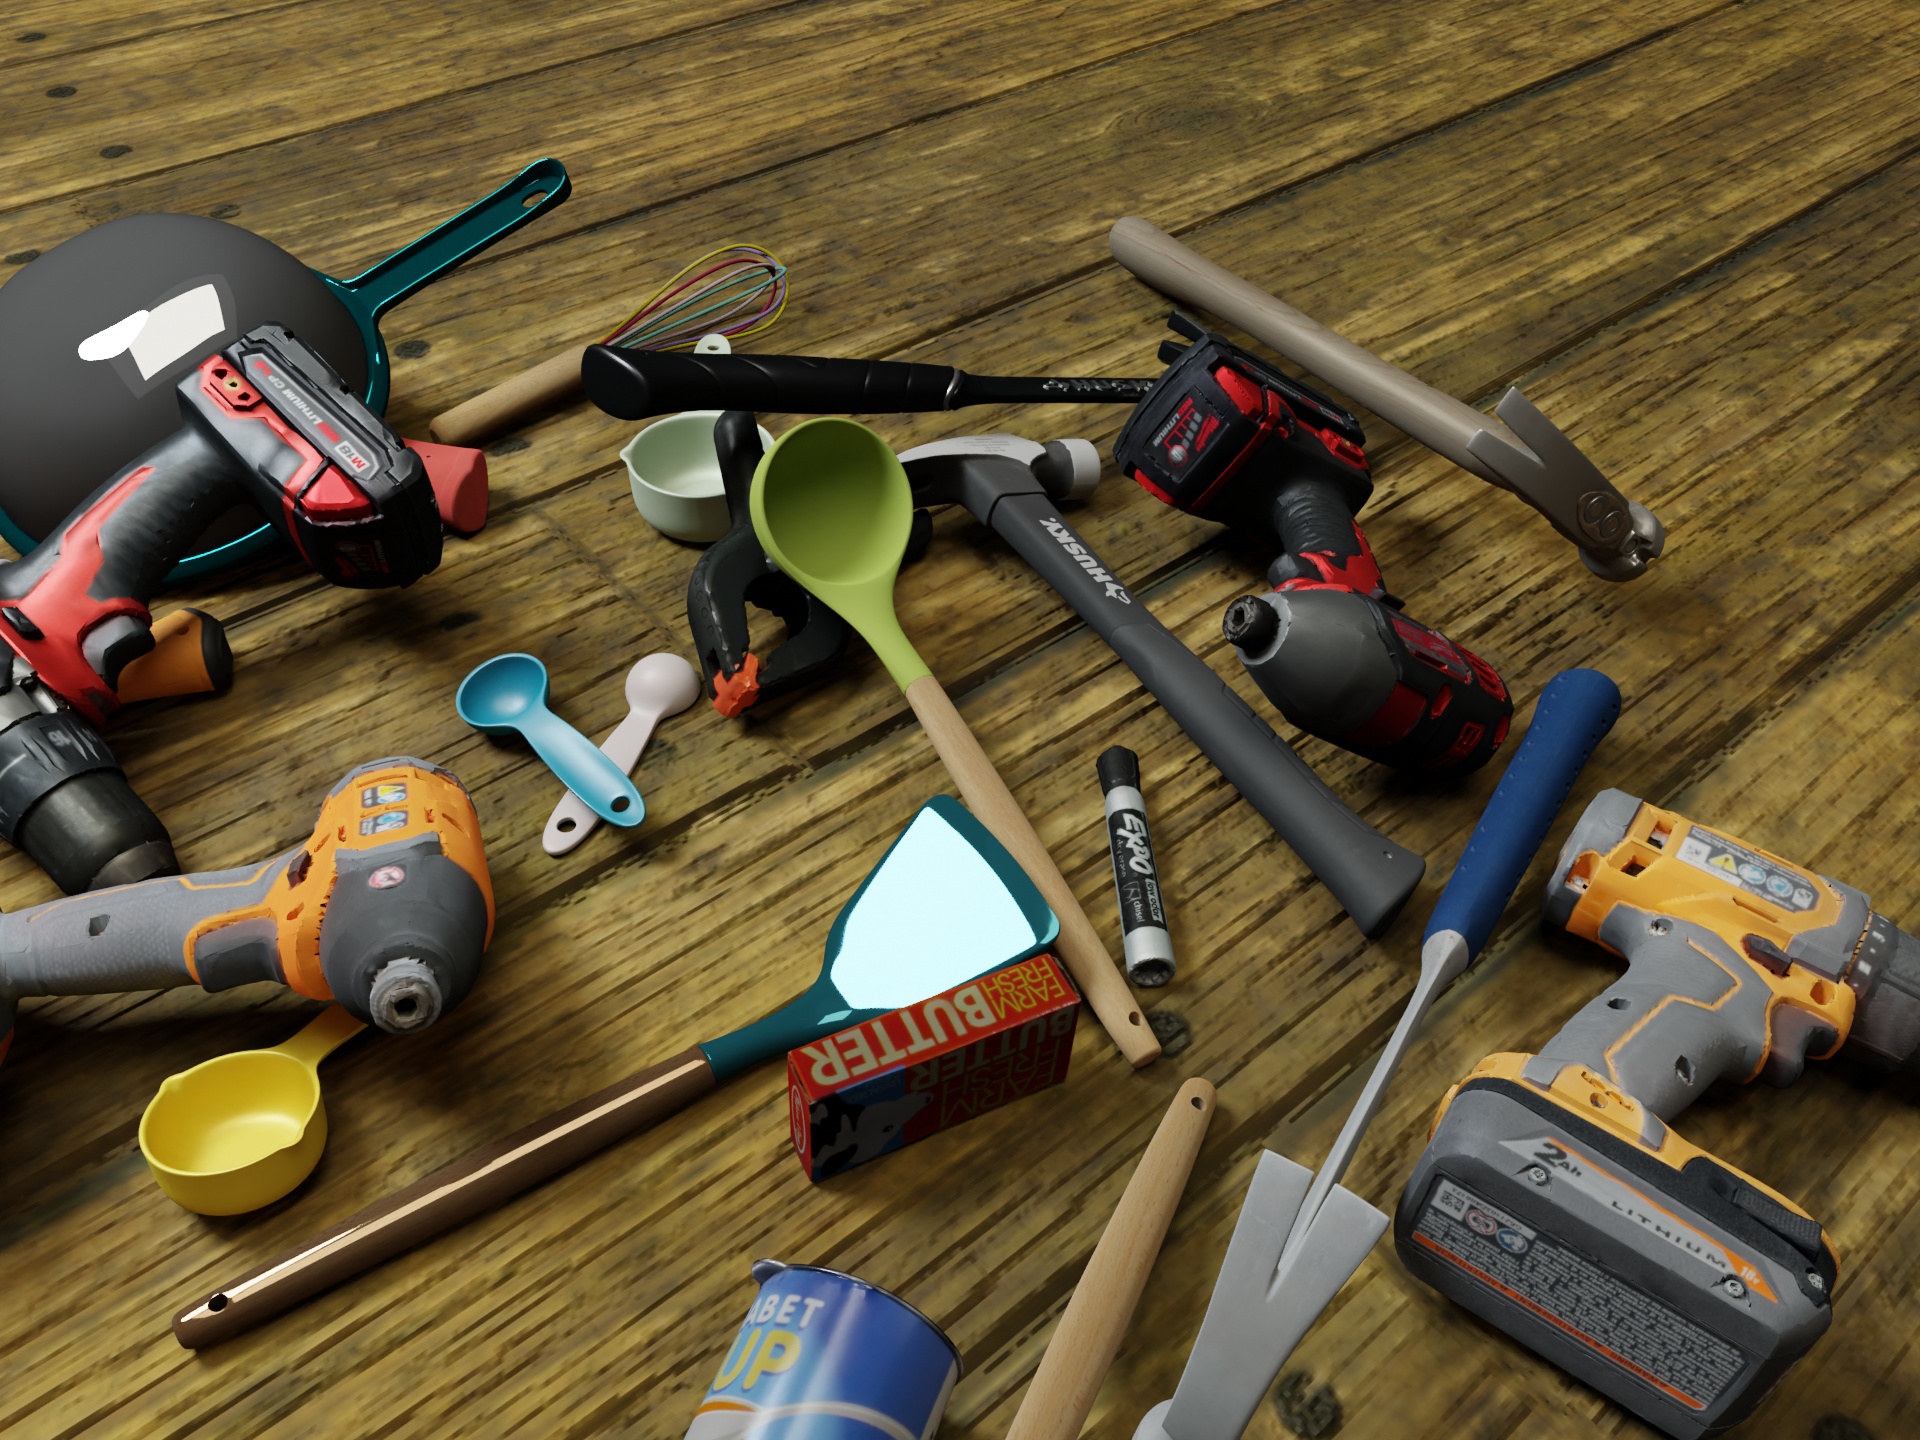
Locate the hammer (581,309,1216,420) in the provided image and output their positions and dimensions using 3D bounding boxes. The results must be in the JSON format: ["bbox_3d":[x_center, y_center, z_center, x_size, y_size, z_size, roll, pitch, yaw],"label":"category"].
[{"bbox_3d":[0.009,-0.173,0.814,0.408,0.036,0.149,-6,39,-30],"label":"hammer"}]

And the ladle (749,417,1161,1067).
[{"bbox_3d":[-0.001,-0.002,0.654,0.078,0.062,0.320,-12,56,-31],"label":"ladle"}]

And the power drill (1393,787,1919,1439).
[{"bbox_3d":[0.270,0.130,0.545,0.185,0.084,0.226,28,45,22],"label":"power drill"}]

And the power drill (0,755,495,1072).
[{"bbox_3d":[-0.273,0.083,0.538,0.226,0.084,0.164,-13,21,-17],"label":"power drill"}]

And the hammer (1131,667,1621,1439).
[{"bbox_3d":[0.172,0.087,0.565,0.035,0.144,0.405,27,42,19],"label":"hammer"}]

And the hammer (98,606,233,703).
[{"bbox_3d":[-0.491,0.002,0.678,0.337,0.034,0.127,-10,44,-13],"label":"hammer"}]

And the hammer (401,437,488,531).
[{"bbox_3d":[-0.408,-0.165,0.857,0.359,0.036,0.149,21,47,19],"label":"hammer"}]

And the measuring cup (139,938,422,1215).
[{"bbox_3d":[-0.223,0.120,0.578,0.062,0.029,0.156,15,33,22],"label":"measuring cup"}]

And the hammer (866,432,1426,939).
[{"bbox_3d":[0.084,-0.029,0.718,0.146,0.035,0.335,-9,45,-35],"label":"hammer"}]

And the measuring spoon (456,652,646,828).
[{"bbox_3d":[-0.172,0.014,0.685,0.042,0.021,0.129,-40,55,-19],"label":"measuring spoon"}]

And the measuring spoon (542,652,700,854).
[{"bbox_3d":[-0.150,0.010,0.694,0.034,0.018,0.124,13,45,11],"label":"measuring spoon"}]

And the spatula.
[{"bbox_3d":[-0.114,0.125,0.556,0.317,0.044,0.082,-25,53,-24],"label":"spatula"}]

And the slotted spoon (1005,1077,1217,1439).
[{"bbox_3d":[0.023,0.212,0.457,0.070,0.031,0.314,33,40,6],"label":"slotted spoon"}]

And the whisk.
[{"bbox_3d":[-0.193,-0.212,0.915,0.245,0.047,0.051,-36,43,-28],"label":"whisk"}]

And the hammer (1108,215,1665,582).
[{"bbox_3d":[0.191,-0.204,0.861,0.146,0.038,0.411,25,17,-41],"label":"hammer"}]

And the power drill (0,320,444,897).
[{"bbox_3d":[-0.328,-0.043,0.667,0.188,0.080,0.227,43,66,10],"label":"power drill"}]

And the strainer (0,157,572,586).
[{"bbox_3d":[-0.349,-0.213,0.793,0.340,0.095,0.211,-37,65,-13],"label":"strainer"}]

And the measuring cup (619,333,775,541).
[{"bbox_3d":[-0.135,-0.153,0.856,0.083,0.038,0.168,-1,42,-4],"label":"measuring cup"}]

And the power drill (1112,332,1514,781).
[{"bbox_3d":[0.152,-0.075,0.721,0.143,0.078,0.220,20,36,-31],"label":"power drill"}]
